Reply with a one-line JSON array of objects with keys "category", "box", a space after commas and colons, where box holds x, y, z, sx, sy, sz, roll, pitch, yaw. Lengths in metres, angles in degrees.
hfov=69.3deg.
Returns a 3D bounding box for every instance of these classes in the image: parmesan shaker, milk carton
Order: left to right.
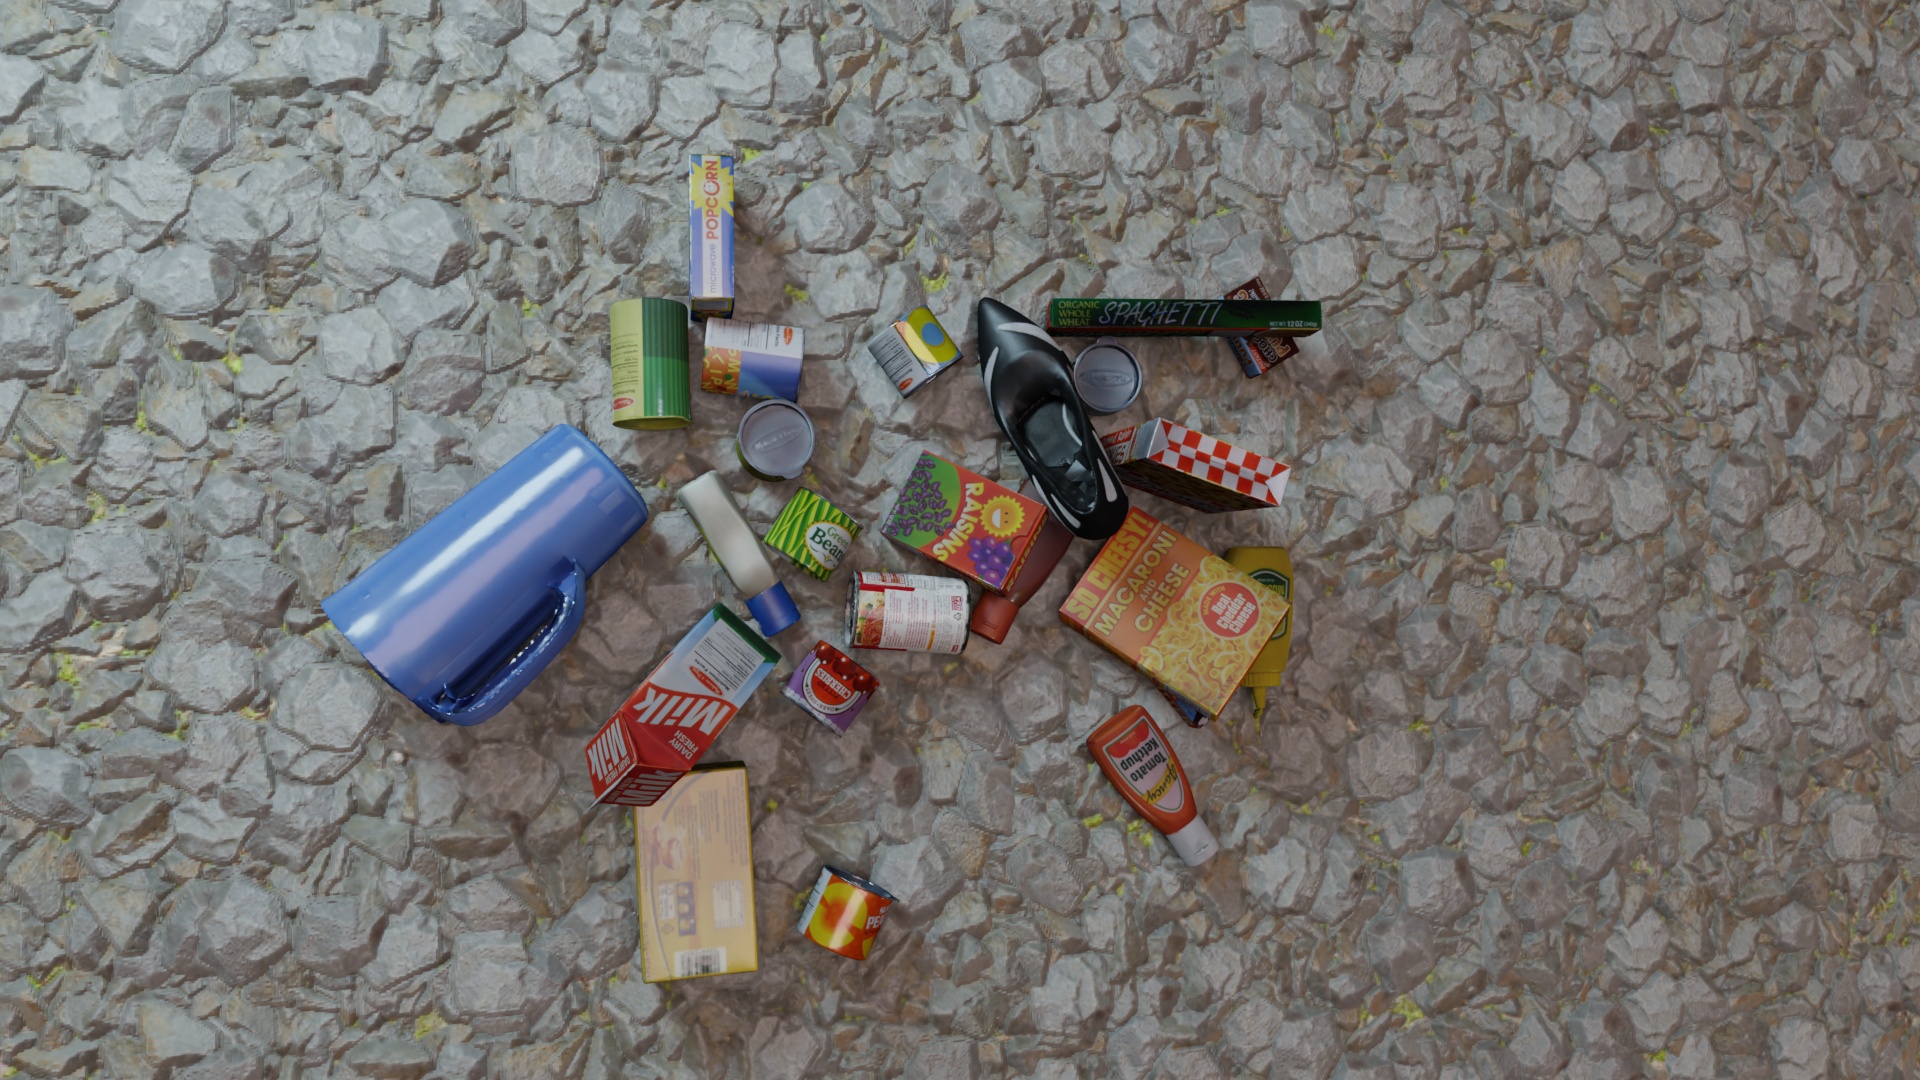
[{"category": "parmesan shaker", "box": [-0.262, -0.150, 1.184, 0.071, 0.071, 0.103, -1, 85, -12]}, {"category": "milk carton", "box": [-0.231, 0.141, 1.114, 0.073, 0.072, 0.191, 42, 39, -6]}]

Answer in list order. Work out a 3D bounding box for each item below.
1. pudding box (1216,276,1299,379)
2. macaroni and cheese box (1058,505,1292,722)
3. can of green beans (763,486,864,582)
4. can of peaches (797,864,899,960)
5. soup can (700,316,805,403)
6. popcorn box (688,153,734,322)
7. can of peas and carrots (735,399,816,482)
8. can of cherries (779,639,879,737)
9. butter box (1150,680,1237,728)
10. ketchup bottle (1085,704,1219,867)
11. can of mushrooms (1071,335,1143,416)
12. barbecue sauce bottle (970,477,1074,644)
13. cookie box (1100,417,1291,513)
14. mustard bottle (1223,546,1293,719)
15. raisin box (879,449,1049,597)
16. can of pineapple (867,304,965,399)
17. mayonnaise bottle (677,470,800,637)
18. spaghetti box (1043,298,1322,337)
[{"category": "pudding box", "box": [0.278, -0.202, 1.319, 0.050, 0.030, 0.083, -29, 91, -11]}, {"category": "macaroni and cheese box", "box": [0.191, 0.065, 1.244, 0.167, 0.040, 0.124, 33, 78, 17]}, {"category": "can of green beans", "box": [-0.128, -0.005, 1.201, 0.071, 0.071, 0.058, 34, 80, -7]}, {"category": "can of peaches", "box": [-0.096, 0.317, 1.180, 0.071, 0.071, 0.058, 26, 82, -8]}, {"category": "soup can", "box": [-0.180, -0.154, 1.205, 0.084, 0.071, 0.071, 6, 85, -10]}, {"category": "popcorn box", "box": [-0.215, -0.258, 1.195, 0.038, 0.085, 0.126, 0, 86, -11]}, {"category": "can of peas and carrots", "box": [-0.160, -0.083, 1.205, 0.071, 0.058, 0.071, 1, 86, -12]}, {"category": "can of cherries", "box": [-0.111, 0.127, 1.191, 0.071, 0.071, 0.058, 38, 79, -6]}, {"category": "butter box", "box": [0.201, 0.118, 1.280, 0.053, 0.024, 0.103, -43, 94, -12]}, {"category": "ketchup bottle", "box": [0.178, 0.225, 1.256, 0.065, 0.043, 0.148, -35, 93, -12]}, {"category": "can of mushrooms", "box": [0.132, -0.151, 1.284, 0.071, 0.033, 0.071, 1, 85, -11]}, {"category": "barbecue sauce bottle", "box": [0.054, 0.020, 1.248, 0.065, 0.043, 0.149, 28, 81, -2]}, {"category": "cookie box", "box": [0.198, -0.063, 1.222, 0.123, 0.167, 0.040, 19, 85, -10]}, {"category": "mustard bottle", "box": [0.276, 0.085, 1.285, 0.065, 0.049, 0.160, -1, 85, -6]}, {"category": "raisin box", "box": [0.004, -0.015, 1.220, 0.123, 0.040, 0.086, 26, 81, 14]}, {"category": "can of pineapple", "box": [-0.039, -0.168, 1.234, 0.071, 0.071, 0.058, -36, 93, -12]}, {"category": "mayonnaise bottle", "box": [-0.189, 0.012, 1.191, 0.041, 0.065, 0.148, -31, 96, -8]}, {"category": "spaghetti box", "box": [0.202, -0.203, 1.272, 0.250, 0.050, 0.028, 0, 89, -1]}]
